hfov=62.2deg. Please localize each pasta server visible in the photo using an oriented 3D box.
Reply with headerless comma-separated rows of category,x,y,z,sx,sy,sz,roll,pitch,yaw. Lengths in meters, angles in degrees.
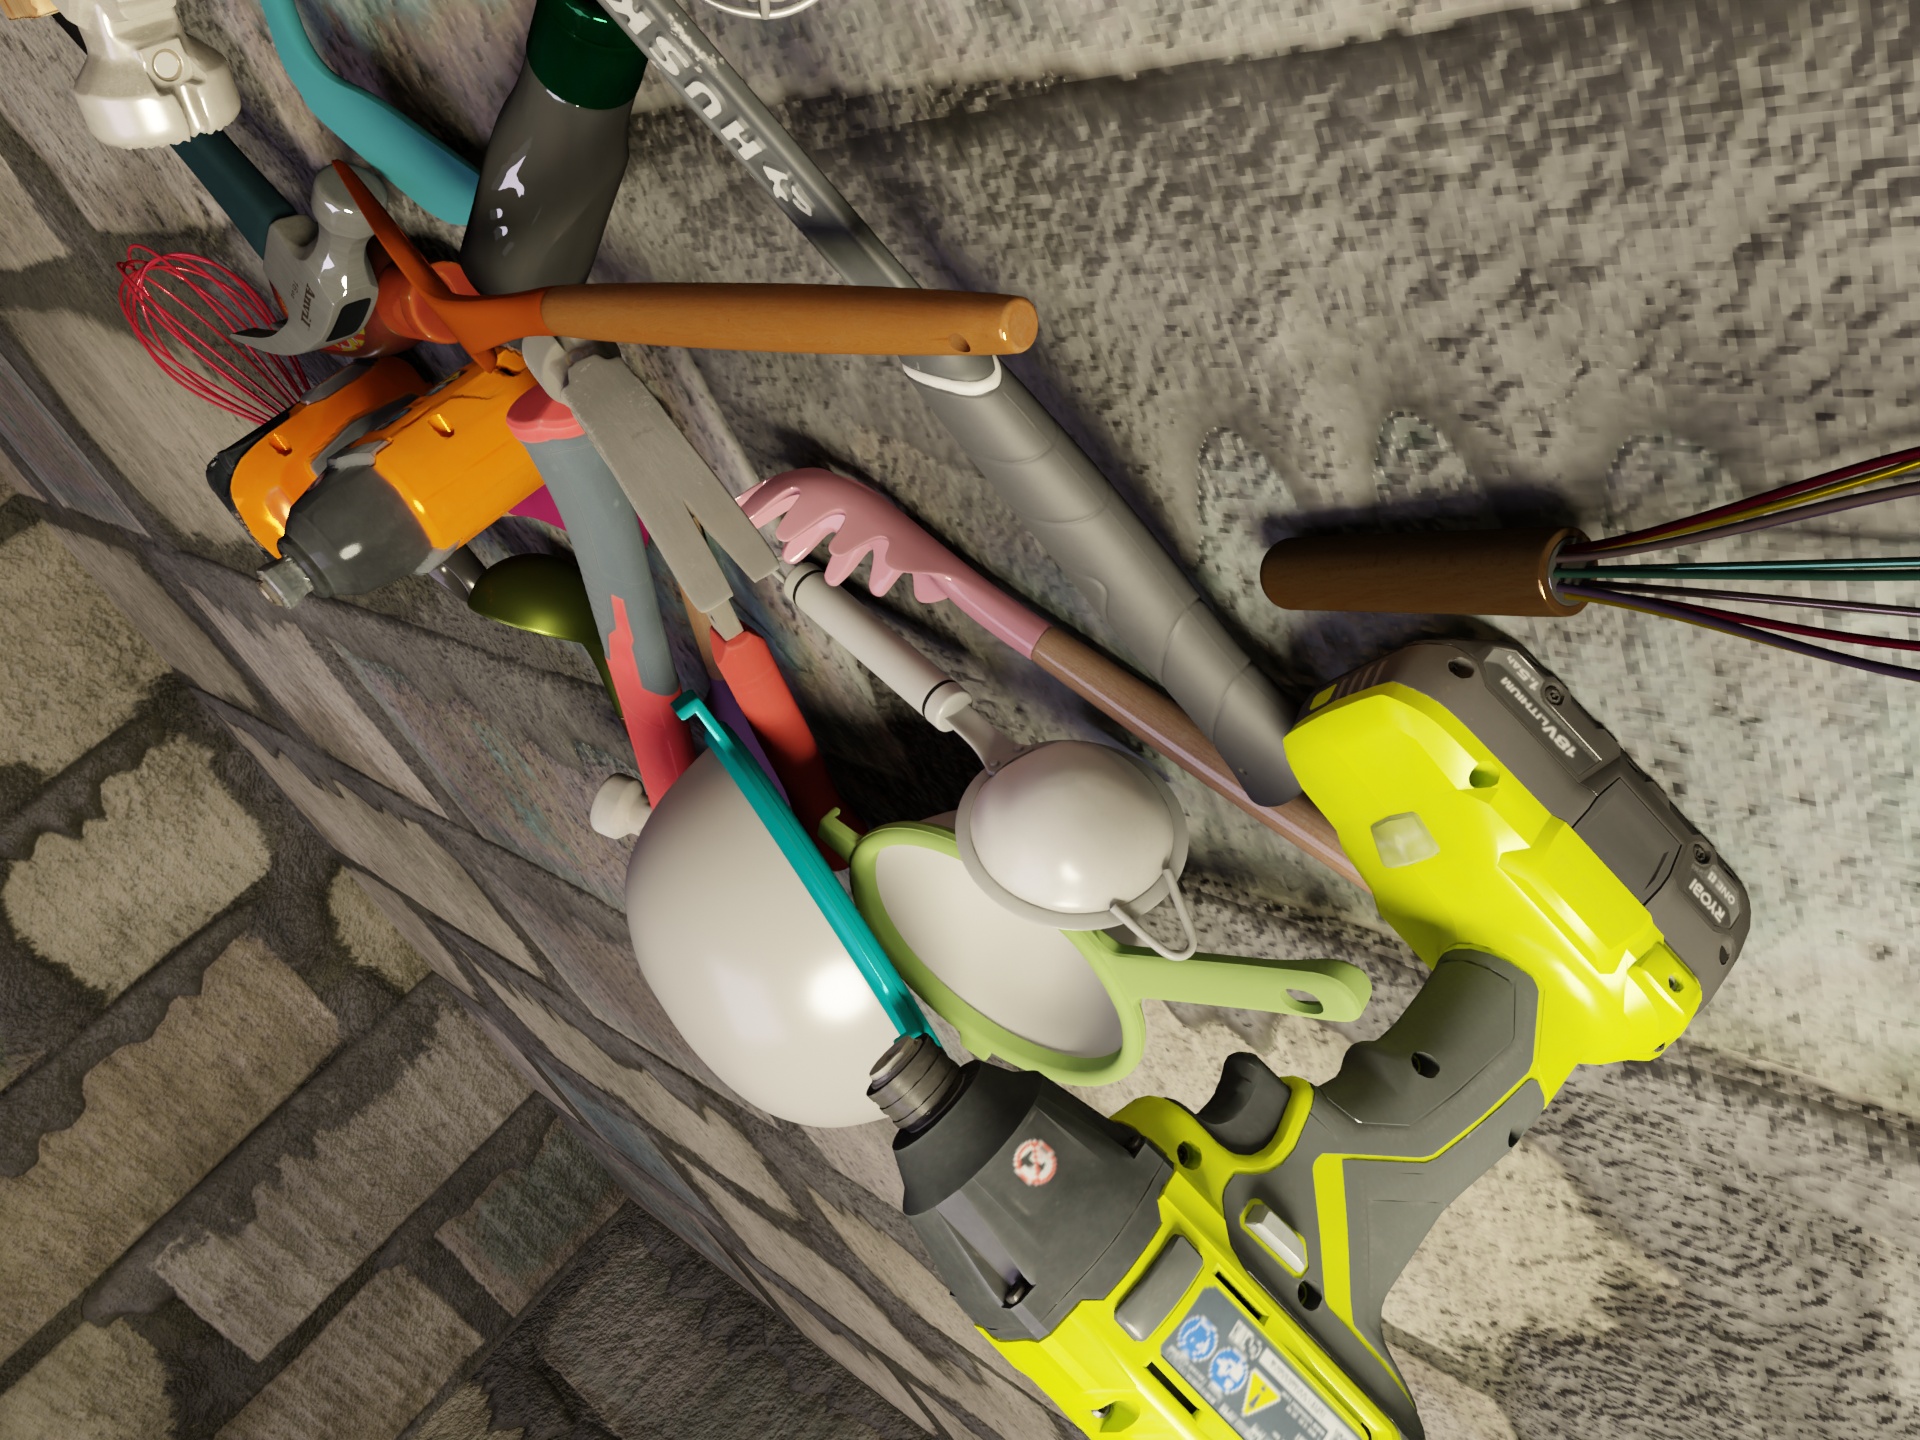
pasta server,0.047,-0.007,0.569,0.316,0.040,0.060,35,178,17

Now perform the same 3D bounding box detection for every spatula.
spatula,-0.123,-0.039,0.800,0.060,0.018,0.315,29,152,21
spatula,-0.270,-0.325,0.588,0.082,0.044,0.317,16,138,49
spatula,-0.097,-0.125,0.462,0.323,0.041,0.080,15,151,42

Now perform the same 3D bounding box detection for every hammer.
hammer,-0.085,-0.013,0.689,0.149,0.037,0.358,53,170,29
hammer,-0.377,-0.300,0.729,0.331,0.033,0.128,49,139,9
hammer,-0.357,-0.281,0.472,0.411,0.038,0.146,26,139,32
hammer,-0.144,-0.022,0.788,0.143,0.038,0.386,20,150,11
hammer,-0.019,-0.111,0.436,0.408,0.036,0.149,46,160,-26

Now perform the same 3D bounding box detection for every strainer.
strainer,-0.001,-0.002,0.619,0.259,0.087,0.050,40,149,35
strainer,0.065,0.082,0.652,0.256,0.069,0.151,-3,127,47
strainer,-0.090,0.135,0.794,0.211,0.095,0.340,54,169,18

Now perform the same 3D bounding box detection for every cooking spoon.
cooking spoon,-0.257,-0.121,0.881,0.319,0.017,0.068,11,136,51

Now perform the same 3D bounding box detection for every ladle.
ladle,-0.200,0.019,0.966,0.078,0.062,0.319,22,150,33

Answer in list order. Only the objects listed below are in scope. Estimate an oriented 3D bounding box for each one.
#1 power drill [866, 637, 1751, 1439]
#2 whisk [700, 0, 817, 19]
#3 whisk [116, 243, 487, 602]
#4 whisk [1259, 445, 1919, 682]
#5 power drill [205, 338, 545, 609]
power drill,0.095,0.088,0.417,0.171,0.223,0.080,47,155,-4
whisk,-0.062,-0.268,0.328,0.059,0.058,0.246,-5,136,4
whisk,-0.380,-0.173,0.928,0.296,0.073,0.073,43,155,3
whisk,0.158,-0.037,0.359,0.245,0.051,0.047,8,116,58
power drill,-0.285,-0.114,0.764,0.227,0.164,0.084,11,139,53
